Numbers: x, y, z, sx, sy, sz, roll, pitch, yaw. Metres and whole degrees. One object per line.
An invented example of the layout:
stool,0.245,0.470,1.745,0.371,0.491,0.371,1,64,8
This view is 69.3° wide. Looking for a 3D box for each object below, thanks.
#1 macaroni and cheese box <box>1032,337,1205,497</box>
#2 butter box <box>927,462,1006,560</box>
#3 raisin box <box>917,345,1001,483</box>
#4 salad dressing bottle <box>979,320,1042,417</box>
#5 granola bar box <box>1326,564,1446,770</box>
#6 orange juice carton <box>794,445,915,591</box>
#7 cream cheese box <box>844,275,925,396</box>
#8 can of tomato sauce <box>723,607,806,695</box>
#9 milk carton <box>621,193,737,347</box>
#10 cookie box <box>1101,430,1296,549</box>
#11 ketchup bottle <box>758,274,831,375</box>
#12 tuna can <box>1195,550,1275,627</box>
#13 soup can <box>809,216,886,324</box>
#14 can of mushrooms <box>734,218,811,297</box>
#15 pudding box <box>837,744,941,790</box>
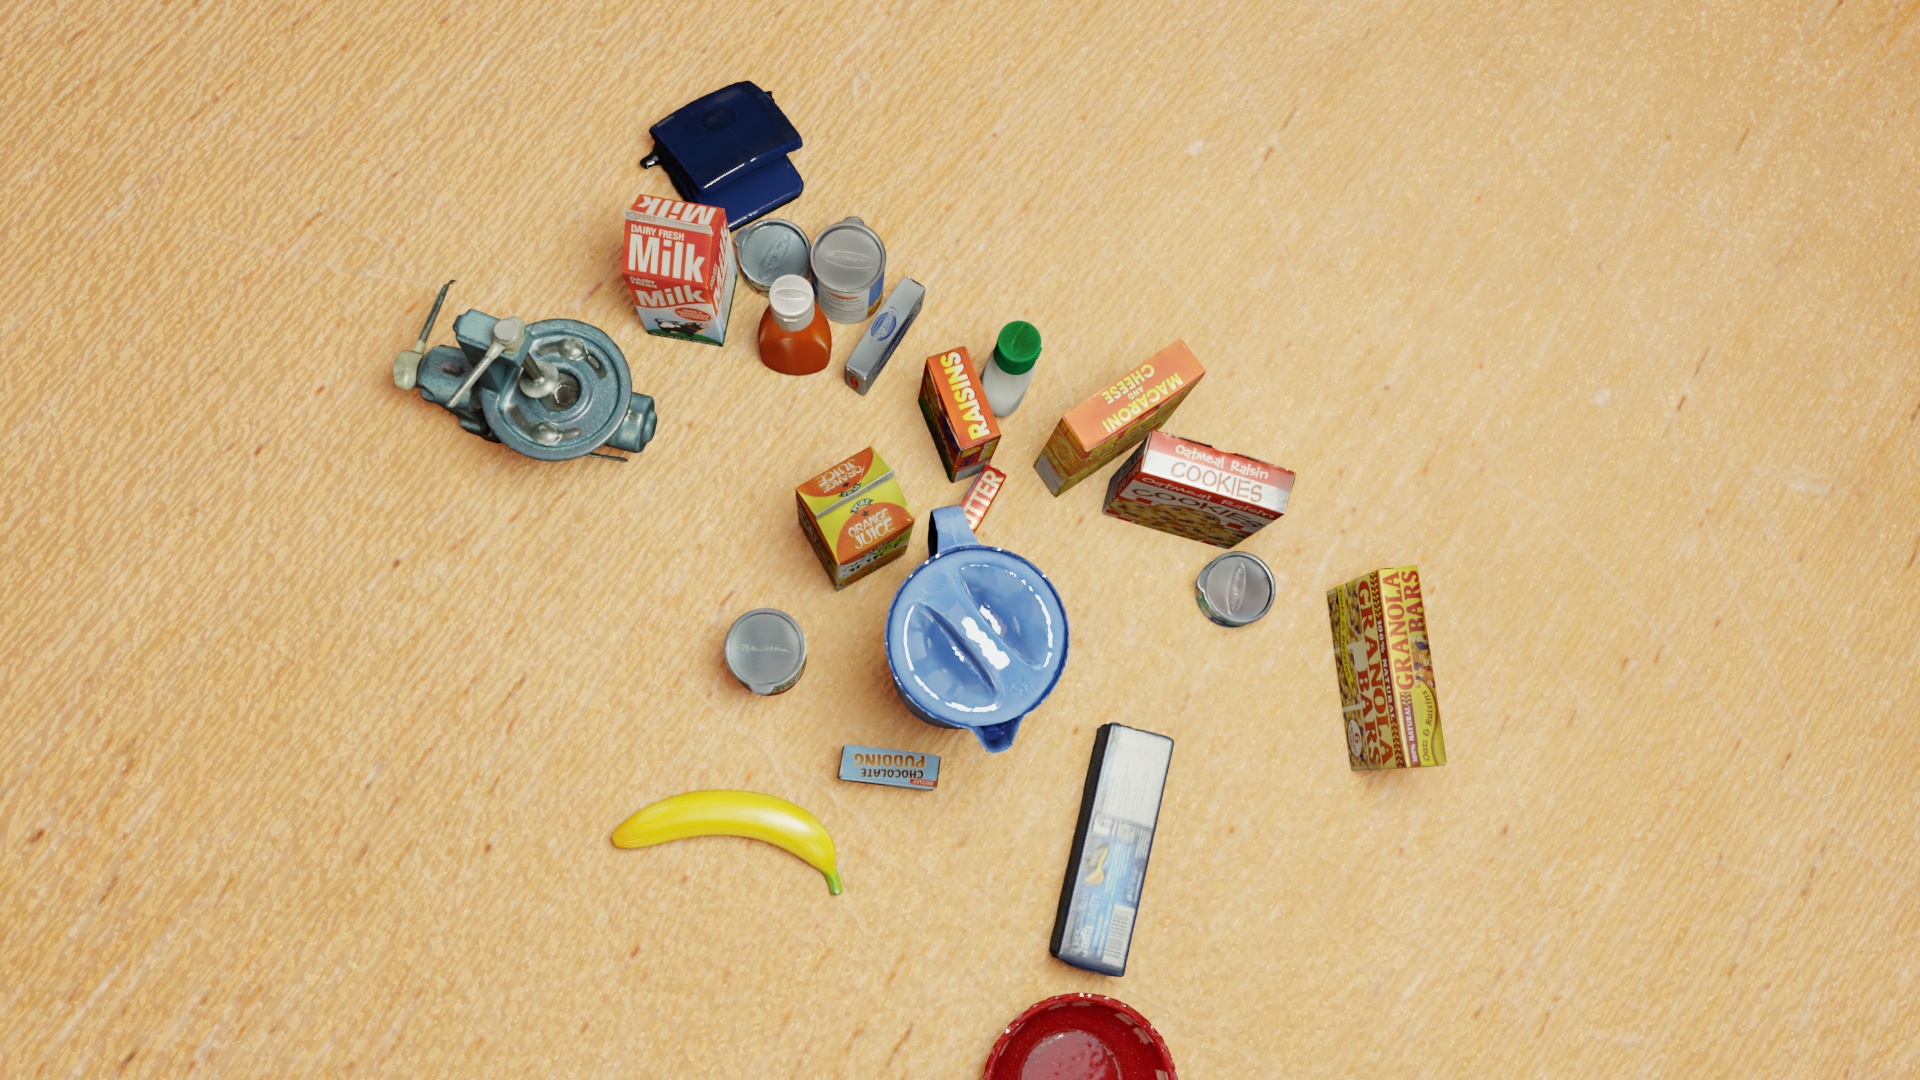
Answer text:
macaroni and cheese box,0.134,-0.101,1.193,0.124,0.166,0.040,-34,84,-11
butter box,0.004,-0.015,1.221,0.024,0.053,0.104,30,78,1
raisin box,-0.003,-0.107,1.203,0.040,0.123,0.086,-19,81,-9
salad dressing bottle,0.043,-0.150,1.204,0.044,0.147,0.064,24,78,0
granola bar box,0.362,0.113,1.193,0.039,0.124,0.166,-4,79,-6
orange juice carton,-0.088,-0.019,1.142,0.072,0.192,0.073,-30,83,-10
cream cheese box,-0.069,-0.183,1.248,0.024,0.053,0.104,32,78,1
can of tomato sauce,-0.162,0.097,1.167,0.071,0.083,0.071,1,79,-5
milk carton,-0.236,-0.232,1.172,0.072,0.190,0.073,10,78,-3
cookie box,0.199,-0.041,1.186,0.123,0.167,0.040,16,78,-2
ketchup bottle,-0.143,-0.184,1.192,0.065,0.148,0.043,2,79,-5
tuna can,0.243,0.044,1.242,0.071,0.032,0.071,1,79,-5
soup can,-0.100,-0.240,1.241,0.071,0.083,0.071,1,79,-5
can of mushrooms,-0.171,-0.257,1.264,0.071,0.033,0.071,1,79,-5
pudding box,-0.061,0.192,1.175,0.084,0.049,0.030,7,78,-4
